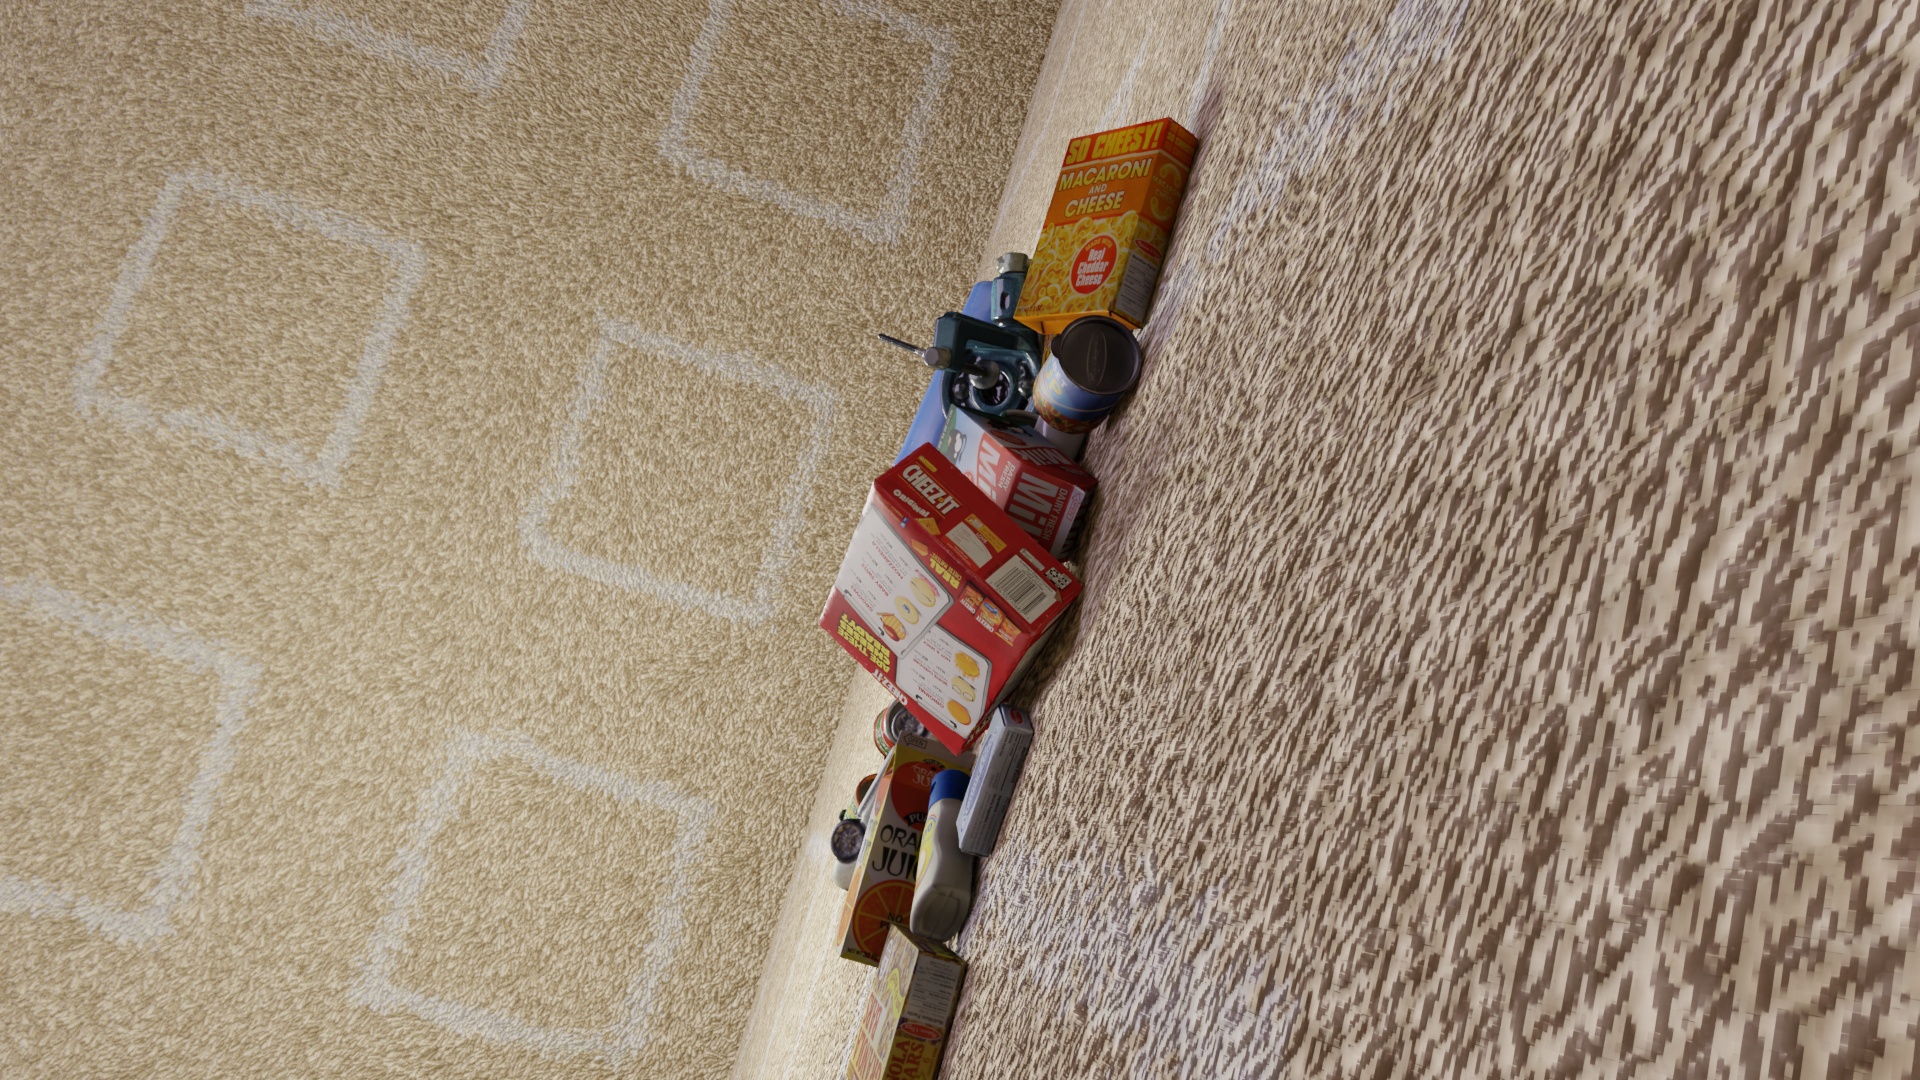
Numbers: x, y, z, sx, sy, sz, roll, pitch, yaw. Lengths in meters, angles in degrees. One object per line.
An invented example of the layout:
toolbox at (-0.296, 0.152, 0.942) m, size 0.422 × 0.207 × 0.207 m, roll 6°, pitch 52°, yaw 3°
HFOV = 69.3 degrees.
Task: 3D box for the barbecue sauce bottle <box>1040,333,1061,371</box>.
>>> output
barbecue sauce bottle at (0.098, -0.167, 1.293) m, size 0.149 × 0.044 × 0.064 m, roll -79°, pitch 11°, yaw -49°

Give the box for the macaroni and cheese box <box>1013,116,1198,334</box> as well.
macaroni and cheese box at (0.118, -0.254, 1.139) m, size 0.123 × 0.040 × 0.166 m, roll 8°, pitch 78°, yaw 53°

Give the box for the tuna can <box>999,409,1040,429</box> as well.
tuna can at (0.062, -0.091, 1.290) m, size 0.071 × 0.071 × 0.032 m, roll -83°, pitch 13°, yaw -61°

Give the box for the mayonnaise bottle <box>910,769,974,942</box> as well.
mayonnaise bottle at (-0.011, 0.240, 1.090) m, size 0.149 × 0.041 × 0.064 m, roll -84°, pitch 14°, yaw -60°

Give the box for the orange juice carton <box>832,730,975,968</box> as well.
orange juice carton at (-0.045, 0.265, 1.185) m, size 0.073 × 0.072 × 0.193 m, roll 136°, pitch 151°, yaw -76°

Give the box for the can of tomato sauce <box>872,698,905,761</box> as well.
can of tomato sauce at (-0.057, 0.203, 1.493) m, size 0.083 × 0.071 × 0.071 m, roll 127°, pitch 160°, yaw -70°

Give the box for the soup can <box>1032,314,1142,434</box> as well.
soup can at (0.094, -0.128, 1.077) m, size 0.083 × 0.071 × 0.071 m, roll 123°, pitch 164°, yaw -69°

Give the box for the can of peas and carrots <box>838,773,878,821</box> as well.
can of peas and carrots at (-0.093, 0.297, 1.524) m, size 0.071 × 0.071 × 0.058 m, roll -79°, pitch 9°, yaw -48°

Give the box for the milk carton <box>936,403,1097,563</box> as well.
milk carton at (0.046, -0.042, 1.110) m, size 0.191 × 0.073 × 0.072 m, roll 49°, pitch 123°, yaw 58°

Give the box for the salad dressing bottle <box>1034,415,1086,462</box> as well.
salad dressing bottle at (0.089, -0.102, 1.186) m, size 0.064 × 0.044 × 0.147 m, roll -91°, pitch 21°, yaw -67°

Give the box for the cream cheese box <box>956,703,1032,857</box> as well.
cream cheese box at (0.024, 0.178, 1.035) m, size 0.053 × 0.024 × 0.103 m, roll -106°, pitch 35°, yaw -80°

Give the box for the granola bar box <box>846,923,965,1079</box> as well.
granola bar box at (-0.042, 0.360, 1.036) m, size 0.165 × 0.039 × 0.124 m, roll 136°, pitch 152°, yaw -77°
